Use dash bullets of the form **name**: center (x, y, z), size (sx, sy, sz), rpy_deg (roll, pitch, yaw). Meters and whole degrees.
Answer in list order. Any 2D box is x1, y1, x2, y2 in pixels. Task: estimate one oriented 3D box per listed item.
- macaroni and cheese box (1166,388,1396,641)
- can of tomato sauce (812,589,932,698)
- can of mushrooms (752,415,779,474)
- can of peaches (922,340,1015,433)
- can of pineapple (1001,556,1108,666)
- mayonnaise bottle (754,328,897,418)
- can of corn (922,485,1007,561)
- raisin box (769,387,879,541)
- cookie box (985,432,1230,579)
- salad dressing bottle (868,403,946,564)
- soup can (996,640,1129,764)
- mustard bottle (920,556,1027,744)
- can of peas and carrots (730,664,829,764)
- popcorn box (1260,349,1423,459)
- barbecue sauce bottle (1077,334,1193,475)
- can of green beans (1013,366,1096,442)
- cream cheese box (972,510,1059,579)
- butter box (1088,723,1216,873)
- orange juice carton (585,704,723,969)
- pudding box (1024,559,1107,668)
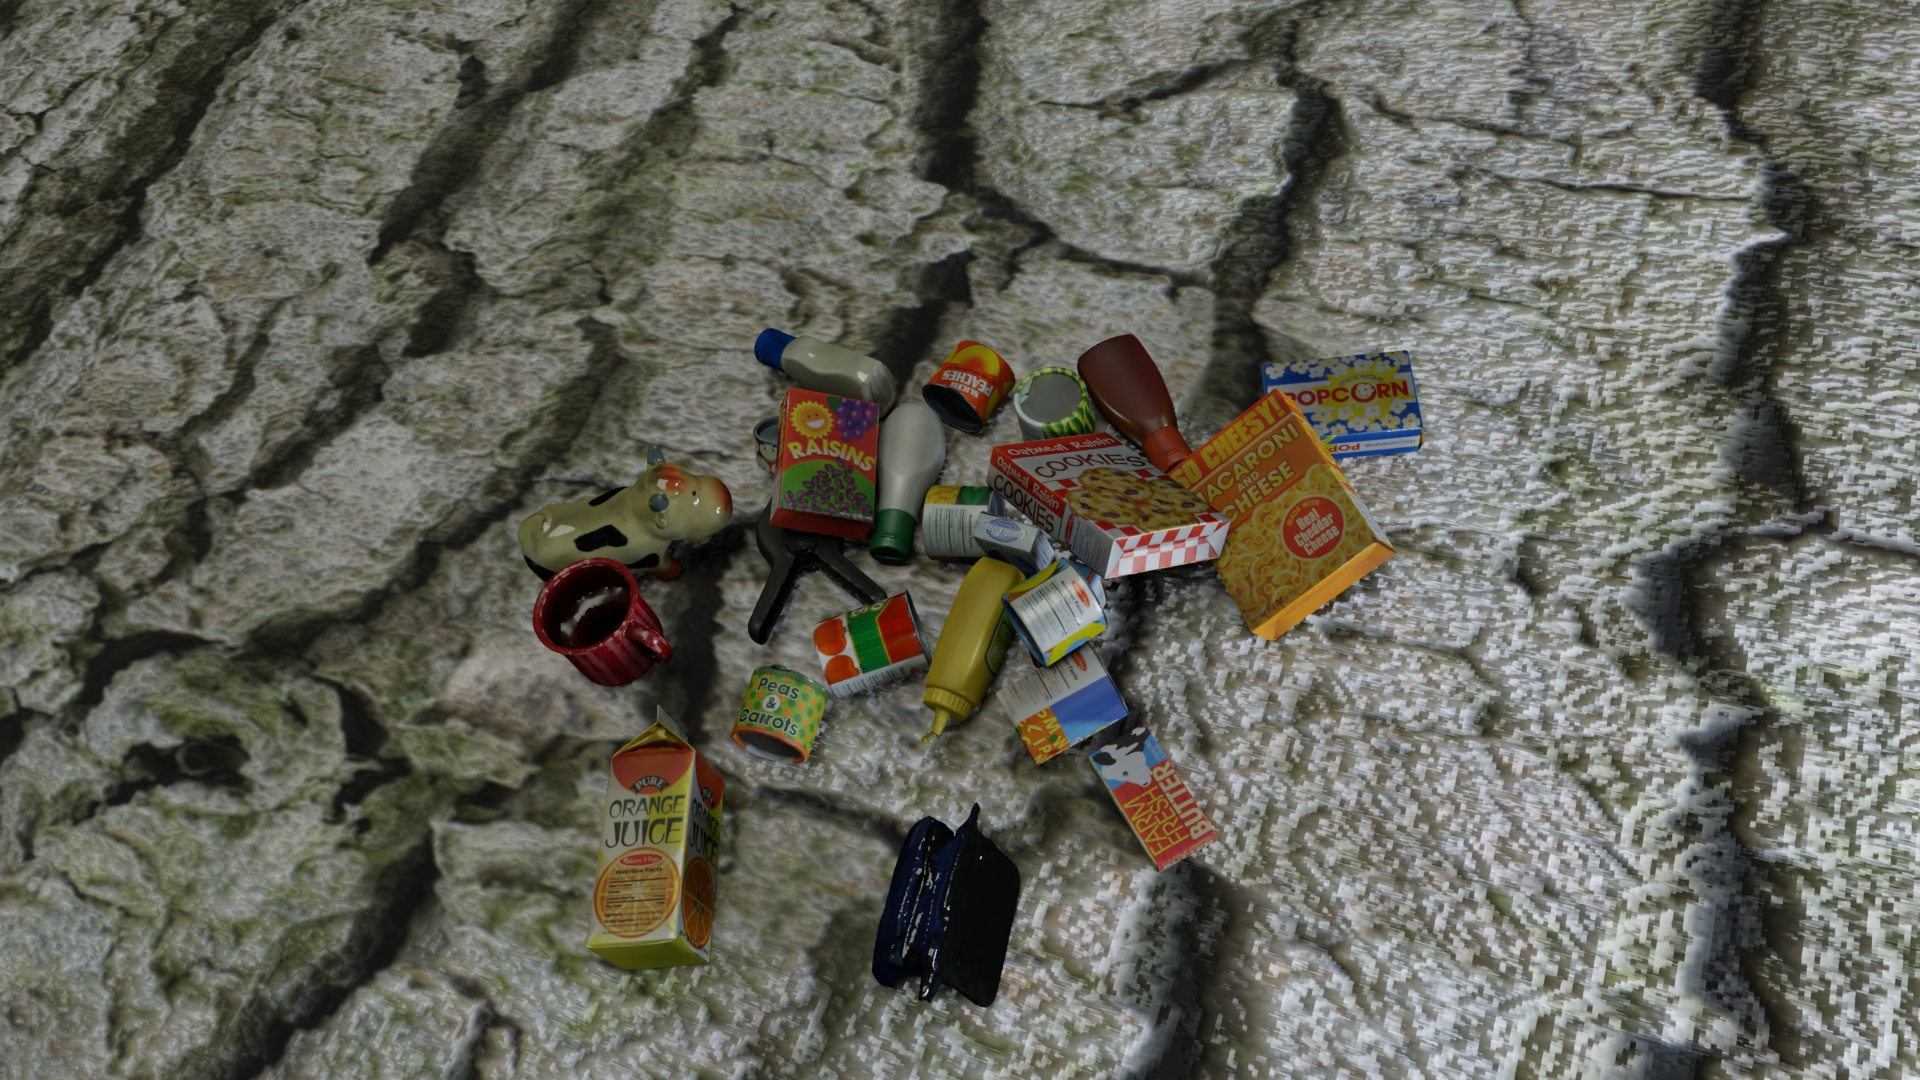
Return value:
- **macaroni and cheese box**: center (0.254, -0.022, 1.125), size (0.123, 0.040, 0.167), rpy_deg (-39, 53, 22)
- **can of tomato sauce**: center (-0.073, 0.084, 1.147), size (0.083, 0.071, 0.071), rpy_deg (-19, 57, 2)
- **can of mushrooms**: center (-0.154, -0.088, 1.277), size (0.071, 0.033, 0.071), rpy_deg (-1, 29, 1)
- **can of peaches**: center (0.009, -0.141, 1.266), size (0.071, 0.071, 0.058), rpy_deg (26, 67, 26)
- **can of pineapple**: center (0.072, 0.056, 1.073), size (0.058, 0.070, 0.071), rpy_deg (-31, 57, -8)
- **mayonnaise bottle**: center (-0.131, -0.164, 1.319), size (0.148, 0.064, 0.041), rpy_deg (25, 68, 29)
- **can of corn**: center (0.004, -0.015, 1.193), size (0.058, 0.071, 0.071), rpy_deg (2, 59, 15)
- **raisin box**: center (-0.118, -0.067, 1.217), size (0.086, 0.040, 0.124), rpy_deg (9, 61, -15)
- **cookie box**: center (0.117, -0.032, 1.136), size (0.123, 0.040, 0.168), rpy_deg (-9, 33, -33)
- **salad dressing bottle**: center (-0.051, -0.050, 1.240), size (0.064, 0.043, 0.148), rpy_deg (7, 61, 6)
- **soup can**: center (0.081, 0.129, 1.085), size (0.084, 0.071, 0.071), rpy_deg (-29, 57, -1)
- **mustard bottle**: center (0.007, 0.095, 1.127), size (0.049, 0.065, 0.161), rpy_deg (15, 70, 25)
- **can of peas and carrots**: center (-0.147, 0.141, 1.126), size (0.071, 0.070, 0.059), rpy_deg (8, 62, 18)
- **popcorn box**: center (0.327, -0.115, 1.196), size (0.127, 0.038, 0.085), rpy_deg (-5, 59, 10)
- **barbecue sauce bottle**: center (0.160, -0.115, 1.231), size (0.065, 0.043, 0.149), rpy_deg (-25, 57, -2)
- **can of green beans**: center (0.084, -0.112, 1.238), size (0.071, 0.057, 0.071), rpy_deg (-6, 58, 9)
- **cream cheese box**: center (0.049, 0.010, 1.142), size (0.053, 0.103, 0.024), rpy_deg (16, 75, 21)
- **butter box**: center (0.145, 0.195, 1.053), size (0.053, 0.024, 0.104), rpy_deg (-29, 57, -5)
- **orange juice carton**: center (-0.235, 0.230, 1.091), size (0.073, 0.071, 0.193), rpy_deg (-6, 58, 9)
- **pudding box**: center (0.087, 0.064, 1.133), size (0.030, 0.049, 0.084), rpy_deg (20, 65, 25)
